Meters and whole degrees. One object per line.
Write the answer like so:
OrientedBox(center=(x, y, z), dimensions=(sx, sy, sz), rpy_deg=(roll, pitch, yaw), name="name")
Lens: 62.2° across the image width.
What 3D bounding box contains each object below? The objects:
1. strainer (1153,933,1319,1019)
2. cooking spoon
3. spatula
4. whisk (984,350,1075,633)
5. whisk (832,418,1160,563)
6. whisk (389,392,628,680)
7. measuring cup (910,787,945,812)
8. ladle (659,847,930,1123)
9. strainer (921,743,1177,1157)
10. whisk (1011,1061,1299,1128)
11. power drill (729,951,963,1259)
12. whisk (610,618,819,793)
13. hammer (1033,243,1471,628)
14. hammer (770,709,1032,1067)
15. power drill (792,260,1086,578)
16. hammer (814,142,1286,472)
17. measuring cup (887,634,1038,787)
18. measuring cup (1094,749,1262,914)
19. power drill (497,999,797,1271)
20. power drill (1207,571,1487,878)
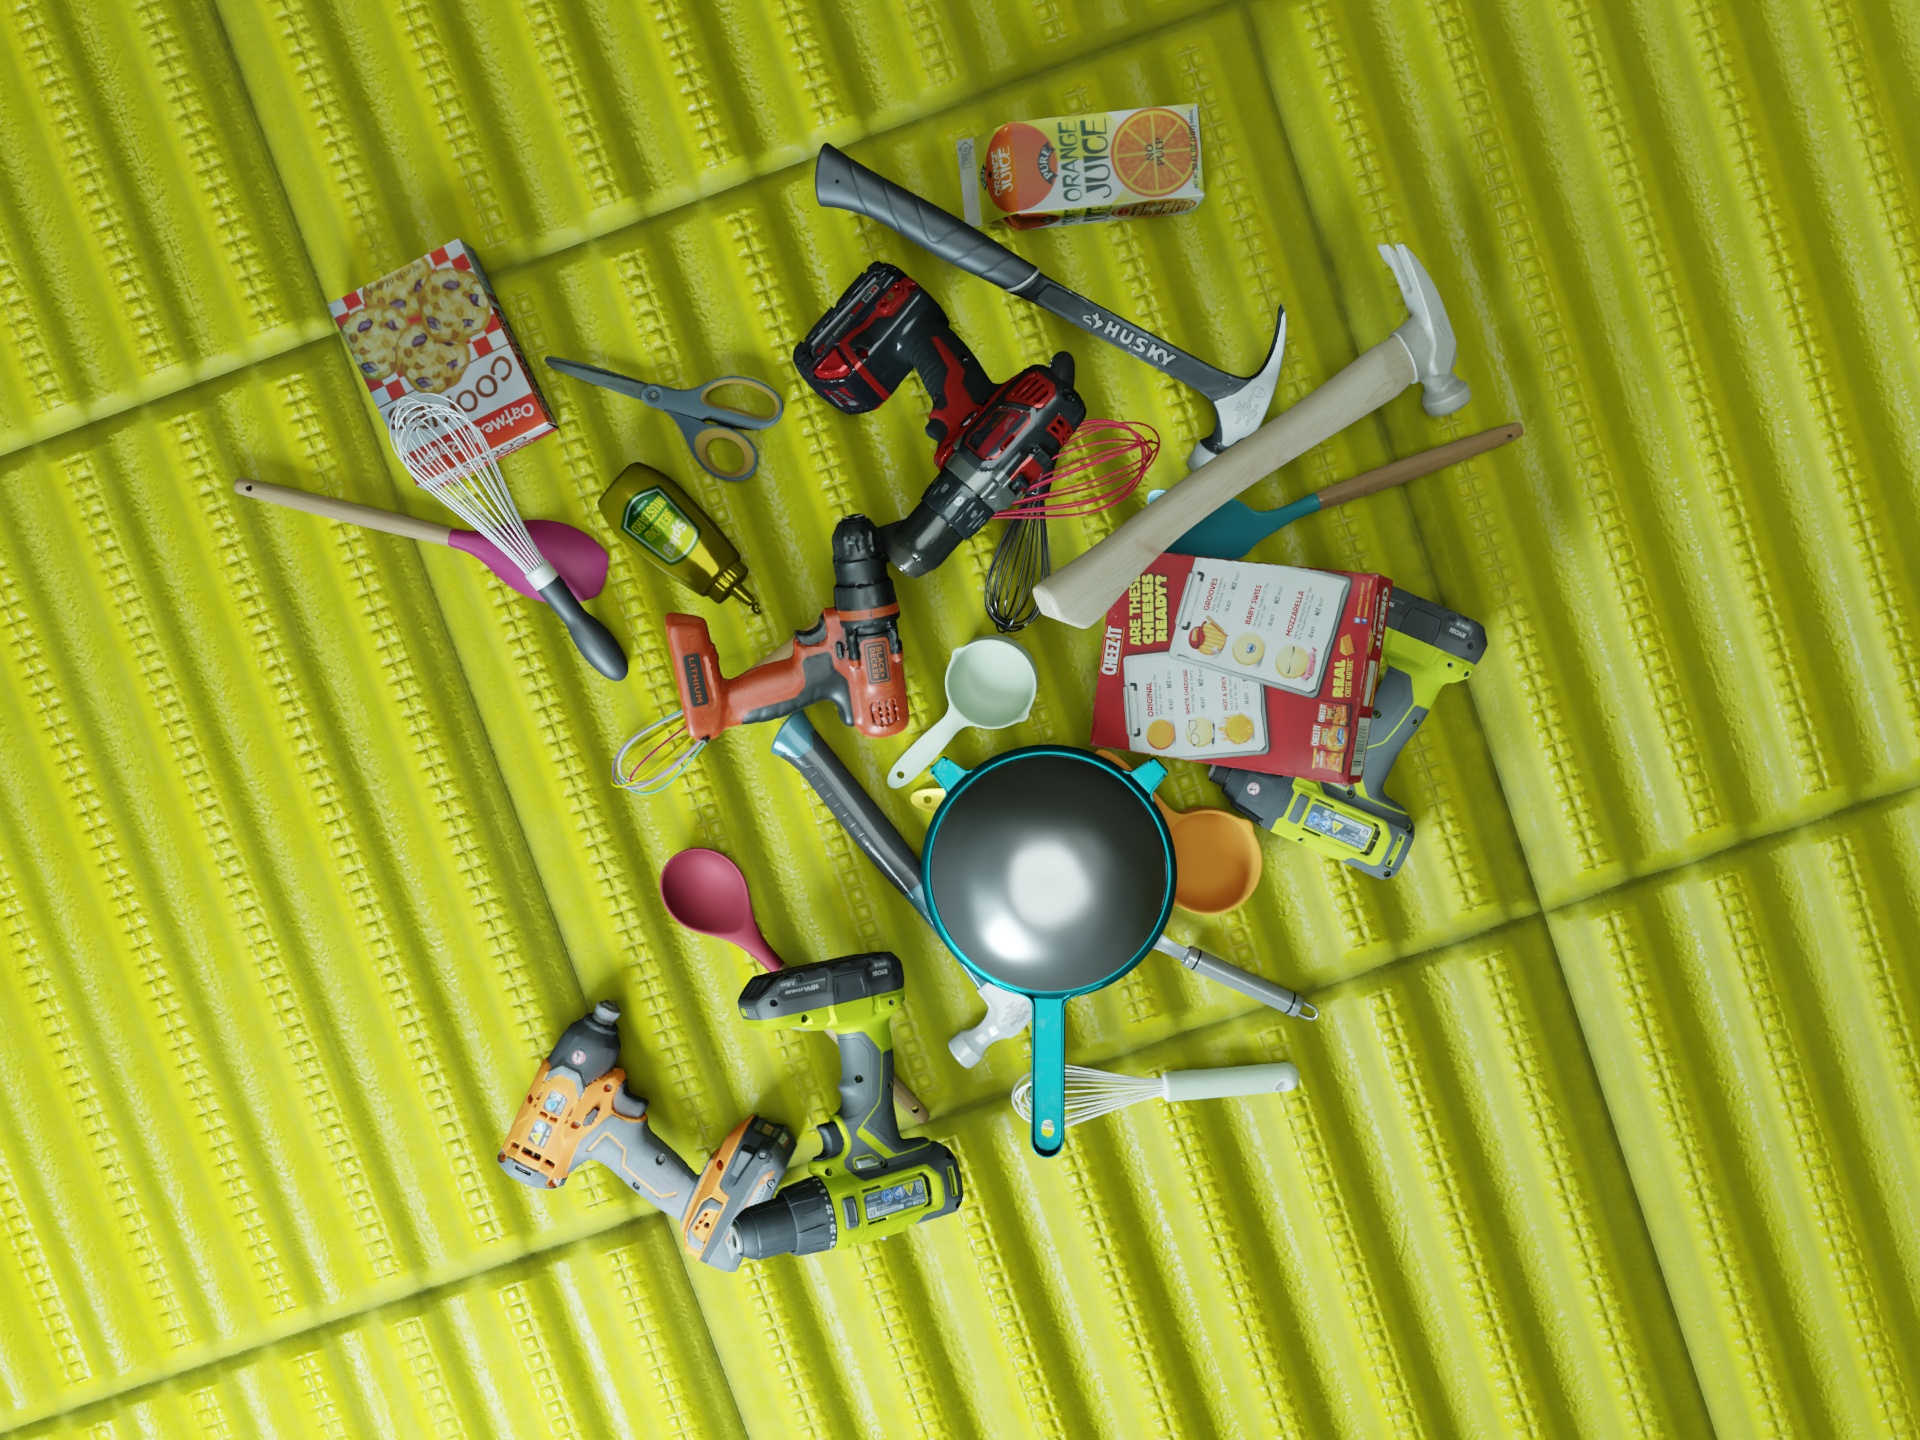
OrientedBox(center=(0.189, 0.197, 1.343), dimensions=(0.258, 0.050, 0.087), rpy_deg=(25, 110, -4), name="strainer")
OrientedBox(center=(-0.454, -0.160, 1.338), dimensions=(0.319, 0.017, 0.069), rpy_deg=(14, 94, 0), name="cooking spoon")
OrientedBox(center=(0.312, -0.195, 1.311), dimensions=(0.317, 0.044, 0.082), rpy_deg=(-19, 124, -5), name="spatula")
OrientedBox(center=(0.062, -0.188, 1.313), dimensions=(0.055, 0.055, 0.239), rpy_deg=(12, 91, 0), name="whisk")
OrientedBox(center=(0.023, -0.174, 1.276), dimensions=(0.296, 0.073, 0.073), rpy_deg=(-18, 94, 23), name="whisk")
OrientedBox(center=(-0.361, -0.145, 1.296), dimensions=(0.070, 0.070, 0.284), rpy_deg=(-34, 109, 3), name="whisk")
OrientedBox(center=(0.036, 0.071, 1.348), dimensions=(0.156, 0.029, 0.062), rpy_deg=(5, 94, 13), name="measuring cup")
OrientedBox(center=(-0.137, 0.230, 1.358), dimensions=(0.069, 0.031, 0.315), rpy_deg=(-43, 94, -3), name="ladle")
OrientedBox(center=(0.068, 0.191, 1.272), dimensions=(0.211, 0.095, 0.340), rpy_deg=(0, 92, 6), name="strainer")
OrientedBox(center=(0.166, 0.311, 1.351), dimensions=(0.246, 0.059, 0.057), rpy_deg=(-4, 131, -2), name="whisk")
OrientedBox(center=(-0.108, 0.315, 1.294), dimensions=(0.190, 0.080, 0.228), rpy_deg=(-9, 85, -26), name="power drill")
OrientedBox(center=(-0.192, -0.016, 1.333), dimensions=(0.245, 0.047, 0.051), rpy_deg=(-36, 92, 0), name="whisk")
OrientedBox(center=(0.221, -0.210, 1.234), dimensions=(0.410, 0.038, 0.146), rpy_deg=(-35, 114, -13), name="hammer")
OrientedBox(center=(-0.047, 0.130, 1.345), dimensions=(0.128, 0.033, 0.331), rpy_deg=(-39, 93, 4), name="hammer")
OrientedBox(center=(-0.033, -0.233, 1.241), dimensions=(0.188, 0.080, 0.227), rpy_deg=(-48, 61, 4), name="power drill")
OrientedBox(center=(0.069, -0.343, 1.257), dimensions=(0.409, 0.036, 0.149), rpy_deg=(27, 116, -8), name="hammer")
OrientedBox(center=(-0.002, -0.004, 1.338), dimensions=(0.083, 0.038, 0.167), rpy_deg=(43, 110, -4), name="measuring cup")
OrientedBox(center=(0.175, 0.085, 1.329), dimensions=(0.173, 0.052, 0.095), rpy_deg=(45, 94, 0), name="measuring cup")
OrientedBox(center=(-0.258, 0.347, 1.344), dimensions=(0.226, 0.084, 0.164), rpy_deg=(25, 93, 3), name="power drill")
OrientedBox(center=(0.319, -0.002, 1.308), dimensions=(0.171, 0.080, 0.223), rpy_deg=(24, 97, 4), name="power drill")
